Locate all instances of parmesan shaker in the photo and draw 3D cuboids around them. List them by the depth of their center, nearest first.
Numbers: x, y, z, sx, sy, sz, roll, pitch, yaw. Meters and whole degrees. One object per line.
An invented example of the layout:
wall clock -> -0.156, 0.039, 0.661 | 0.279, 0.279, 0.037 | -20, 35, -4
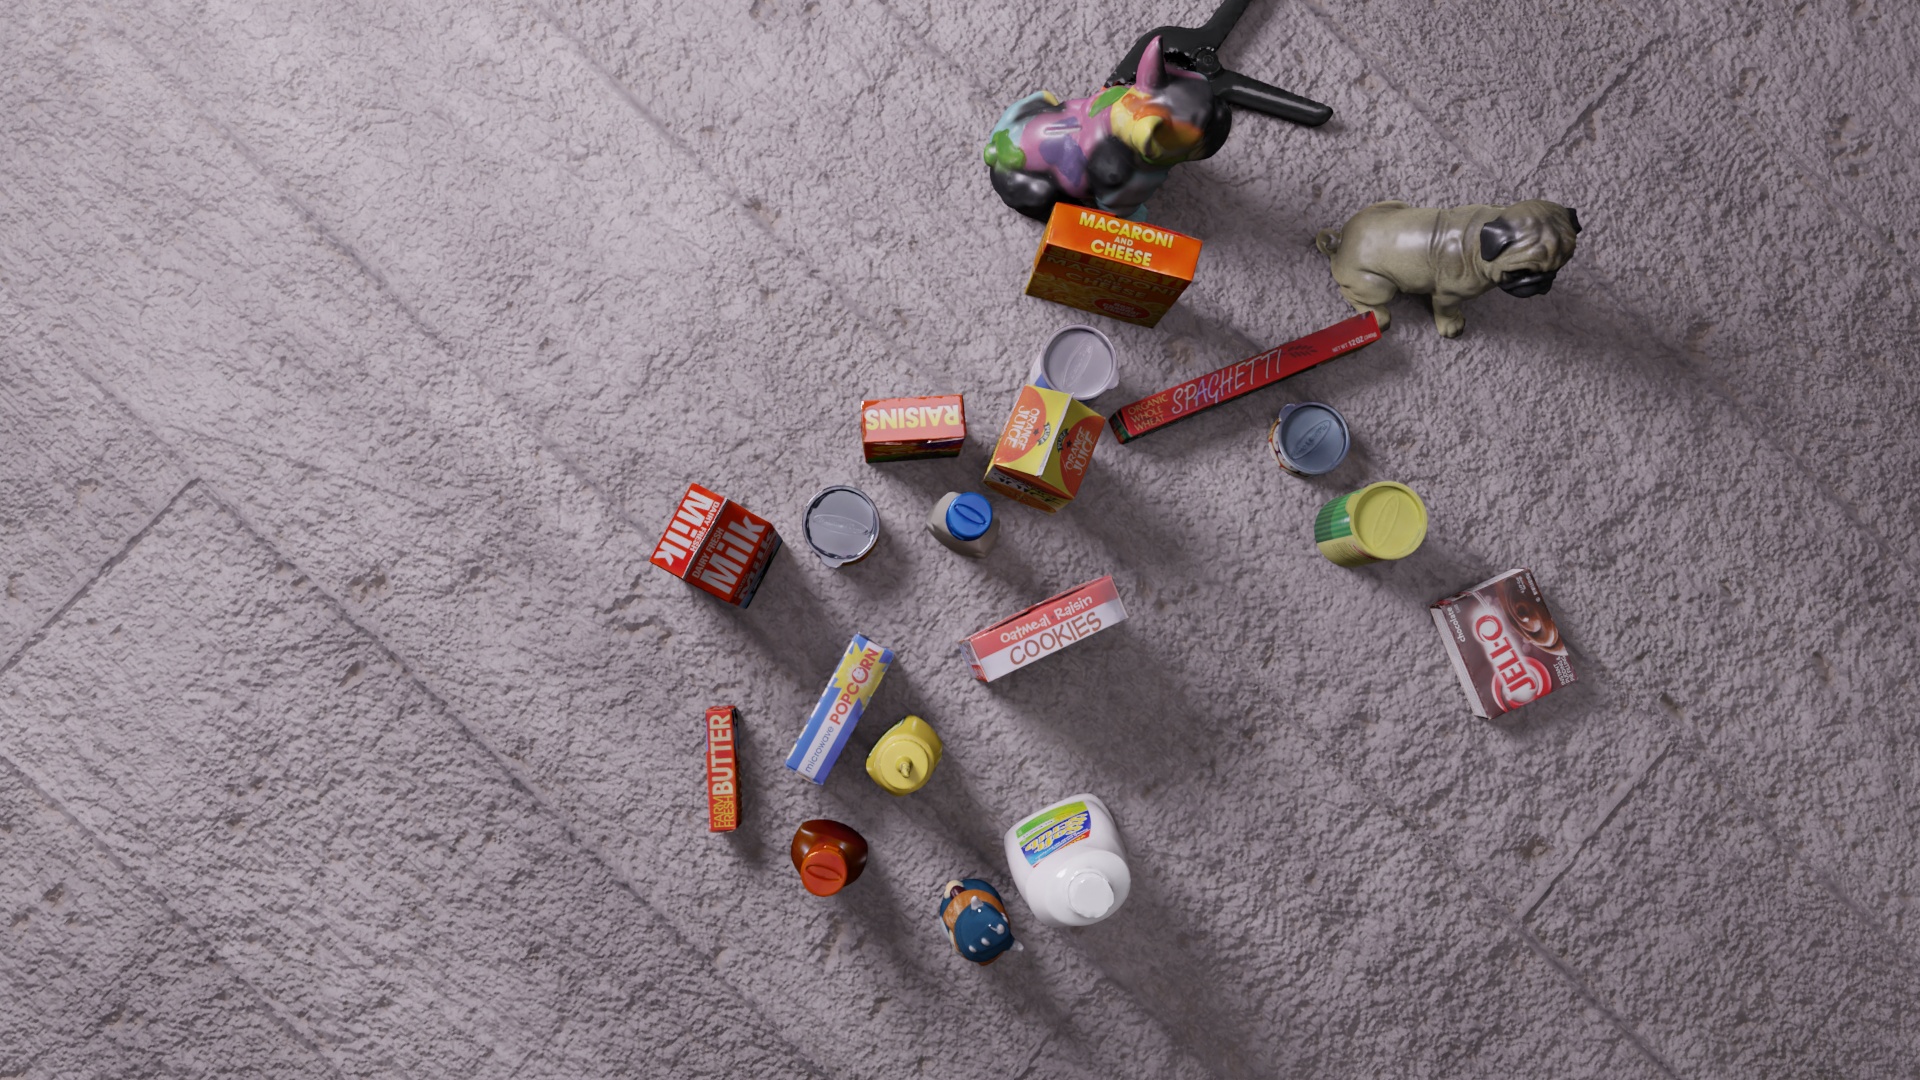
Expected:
parmesan shaker -> 0.352, -0.014, 1.210 | 0.071, 0.103, 0.071 | 0, 85, -3

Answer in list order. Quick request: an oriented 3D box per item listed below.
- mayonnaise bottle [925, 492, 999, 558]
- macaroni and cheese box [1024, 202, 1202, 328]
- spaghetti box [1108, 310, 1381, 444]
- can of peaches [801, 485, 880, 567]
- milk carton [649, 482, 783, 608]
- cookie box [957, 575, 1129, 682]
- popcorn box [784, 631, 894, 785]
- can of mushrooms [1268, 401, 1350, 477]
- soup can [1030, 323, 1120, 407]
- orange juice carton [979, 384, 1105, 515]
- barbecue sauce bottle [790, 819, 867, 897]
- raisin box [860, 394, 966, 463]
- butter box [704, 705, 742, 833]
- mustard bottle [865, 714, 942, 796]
mayonnaise bottle -> 0.004, -0.015, 1.166 | 0.065, 0.148, 0.041 | 30, 84, -1
macaroni and cheese box -> 0.126, -0.232, 1.184 | 0.124, 0.166, 0.040 | 14, 85, -2
spaghetti box -> 0.253, -0.145, 1.242 | 0.250, 0.050, 0.028 | -22, 87, -5
can of peaches -> -0.104, -0.010, 1.204 | 0.071, 0.058, 0.071 | 0, 85, -3
milk carton -> -0.197, 0.006, 1.130 | 0.073, 0.190, 0.072 | 27, 84, -1
cookie box -> 0.064, 0.073, 1.152 | 0.123, 0.167, 0.040 | -25, 87, -5
popcorn box -> -0.102, 0.141, 1.177 | 0.038, 0.085, 0.127 | 29, 84, -1
can of mushrooms -> 0.312, -0.092, 1.249 | 0.071, 0.033, 0.071 | 0, 85, -3
soup can -> 0.100, -0.146, 1.216 | 0.071, 0.083, 0.071 | 0, 85, -3
orange juice carton -> 0.068, -0.074, 1.153 | 0.073, 0.192, 0.072 | 23, 85, -1
barbecue sauce bottle -> -0.108, 0.259, 1.134 | 0.065, 0.148, 0.043 | 18, 85, -2
raisin box -> -0.042, -0.093, 1.182 | 0.086, 0.123, 0.040 | -3, 86, -4
butter box -> -0.201, 0.193, 1.182 | 0.024, 0.053, 0.103 | -3, 85, -4
mustard bottle -> -0.046, 0.179, 1.139 | 0.049, 0.160, 0.065 | 44, 84, 1
